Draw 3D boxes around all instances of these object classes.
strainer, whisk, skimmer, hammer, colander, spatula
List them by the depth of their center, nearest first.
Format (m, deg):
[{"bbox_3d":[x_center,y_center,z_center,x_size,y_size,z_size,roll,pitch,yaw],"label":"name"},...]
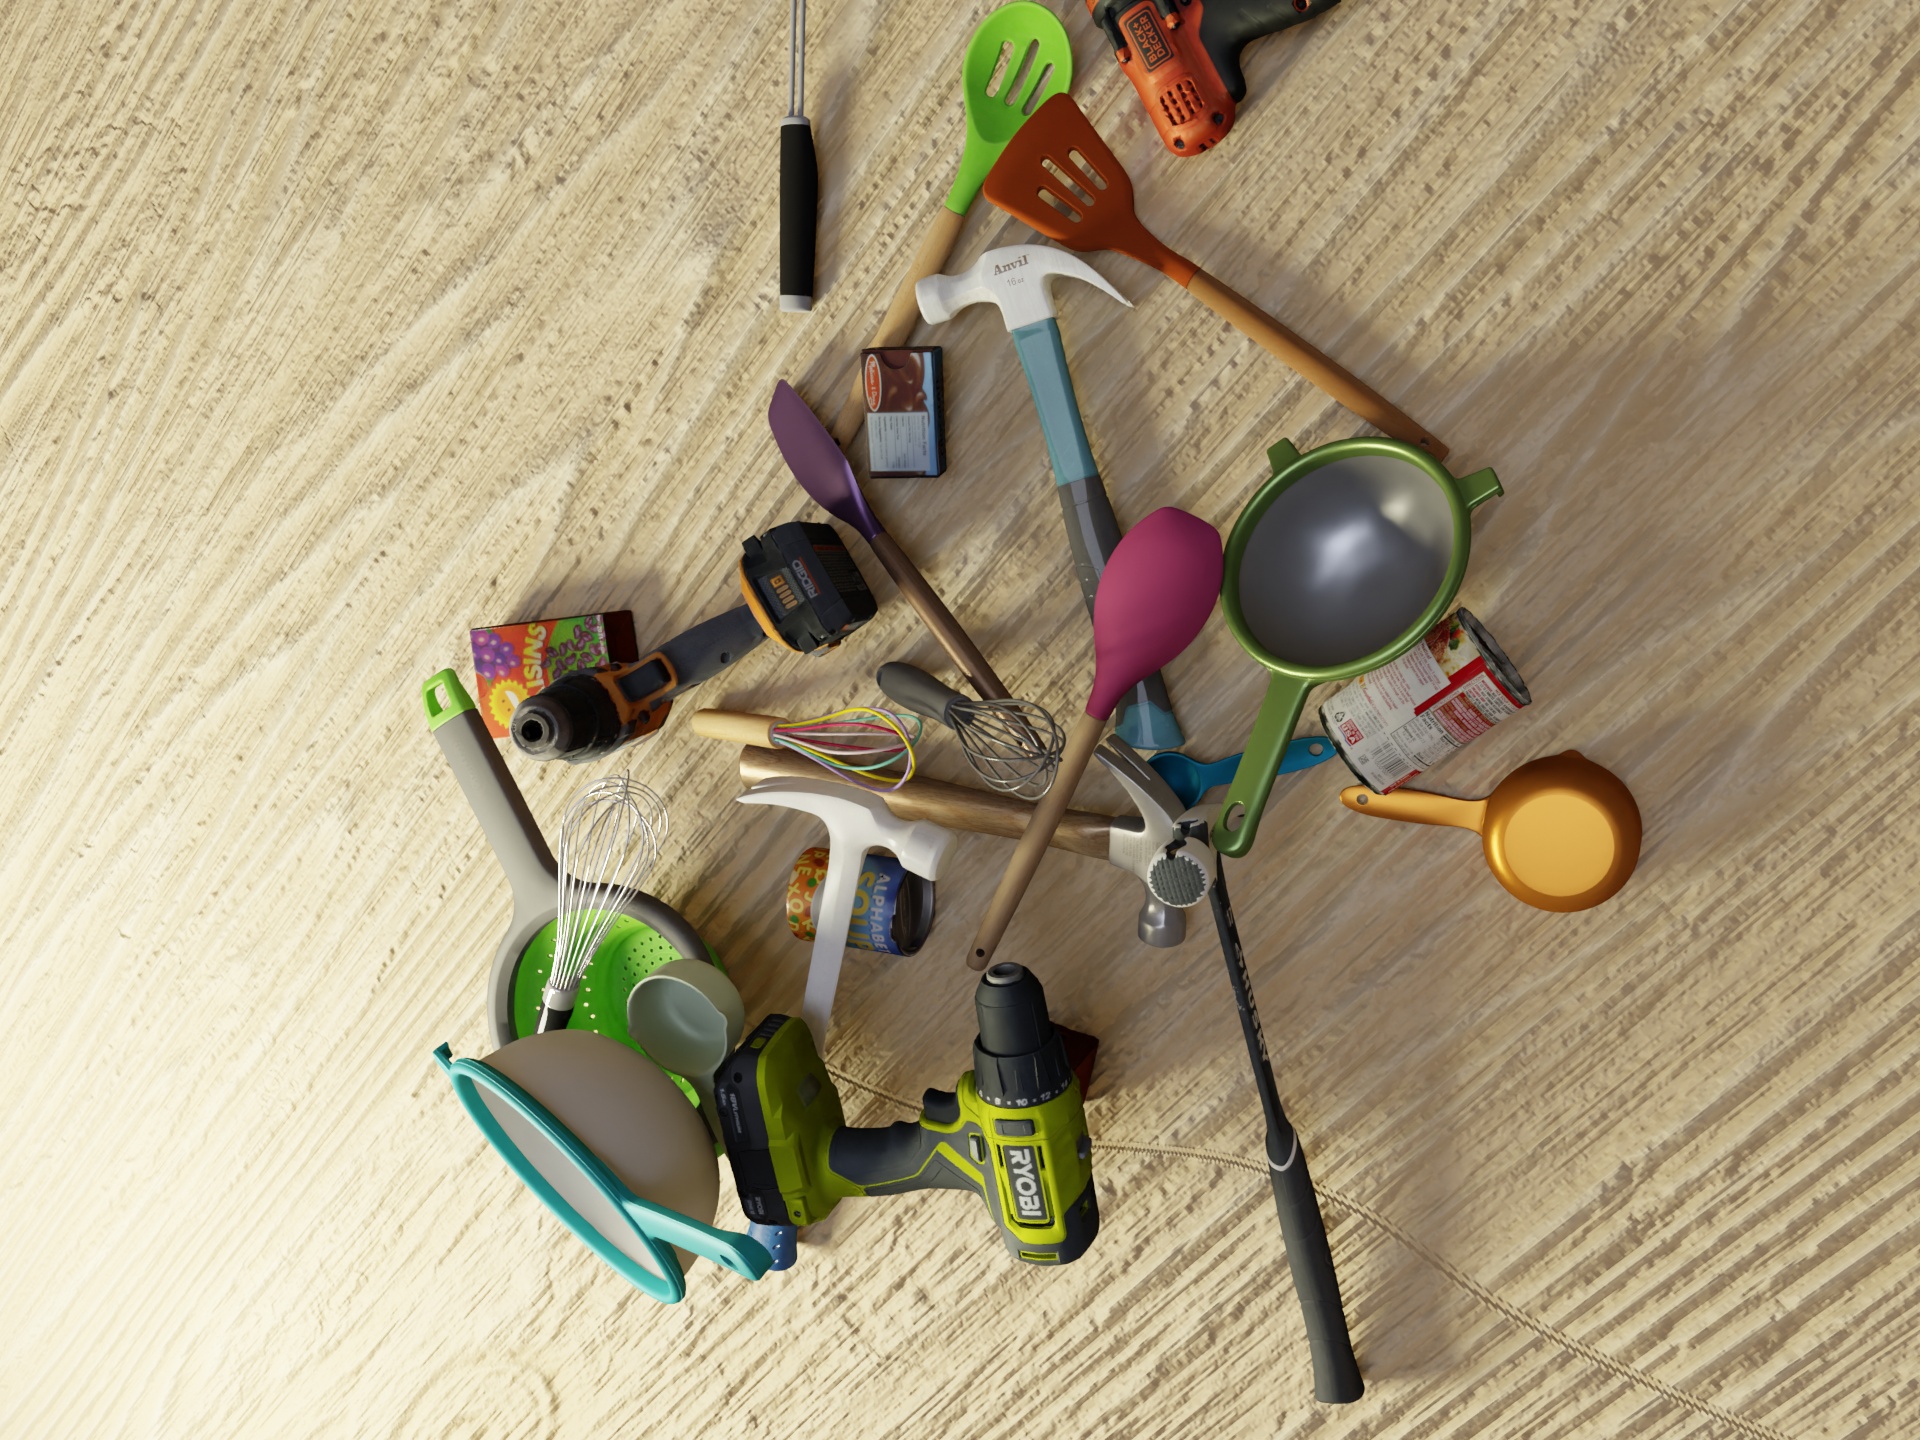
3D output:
[{"bbox_3d":[0.212,-0.035,0.919,0.152,0.069,0.256,18,84,42],"label":"strainer"},{"bbox_3d":[0.159,-0.254,0.954,0.323,0.041,0.081,39,91,11],"label":"spatula"},{"bbox_3d":[0.194,0.243,0.985,0.036,0.149,0.409,-10,103,24],"label":"hammer"},{"bbox_3d":[-0.189,0.270,0.990,0.340,0.095,0.210,-4,124,52],"label":"strainer"},{"bbox_3d":[-0.001,-0.002,0.990,0.239,0.055,0.055,29,114,61],"label":"whisk"},{"bbox_3d":[0.077,-0.138,1.006,0.128,0.033,0.331,-15,94,17],"label":"hammer"},{"bbox_3d":[-0.131,-0.450,1.019,0.127,0.090,0.363,17,110,53],"label":"skimmer"},{"bbox_3d":[-0.040,-0.098,1.041,0.316,0.018,0.059,53,144,19],"label":"spatula"},{"bbox_3d":[-0.108,0.006,1.057,0.245,0.047,0.051,7,62,49],"label":"whisk"},{"bbox_3d":[-0.004,0.055,1.062,0.331,0.031,0.130,11,115,24],"label":"hammer"},{"bbox_3d":[-0.263,0.159,1.079,0.070,0.070,0.284,28,112,16],"label":"whisk"},{"bbox_3d":[-0.107,0.218,1.086,0.144,0.035,0.405,23,120,18],"label":"hammer"},{"bbox_3d":[-0.271,0.138,1.160,0.204,0.094,0.397,-29,87,23],"label":"colander"}]

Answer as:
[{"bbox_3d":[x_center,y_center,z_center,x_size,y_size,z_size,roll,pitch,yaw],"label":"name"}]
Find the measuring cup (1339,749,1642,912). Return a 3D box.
[{"bbox_3d":[0.308,0.061,0.933,0.174,0.052,0.095,8,101,19],"label":"measuring cup"}]

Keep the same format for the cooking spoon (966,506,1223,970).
[{"bbox_3d":[0.072,0.019,0.972,0.069,0.017,0.318,27,107,7],"label":"cooking spoon"}]

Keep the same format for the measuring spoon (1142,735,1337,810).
[{"bbox_3d":[0.176,0.027,1.007,0.128,0.021,0.042,-14,107,15],"label":"measuring spoon"}]

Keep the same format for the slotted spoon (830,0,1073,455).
[{"bbox_3d":[-0.017,-0.307,1.028,0.070,0.031,0.313,31,111,5],"label":"slotted spoon"}]

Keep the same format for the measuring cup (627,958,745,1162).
[{"bbox_3d":[-0.163,0.234,1.065,0.083,0.038,0.167,-14,107,28],"label":"measuring cup"}]

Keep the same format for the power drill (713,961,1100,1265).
[{"bbox_3d":[-0.032,0.243,0.999,0.228,0.080,0.190,-4,108,21],"label":"power drill"}]

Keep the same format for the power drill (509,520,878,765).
[{"bbox_3d":[-0.178,-0.042,1.032,0.226,0.185,0.084,-29,91,10],"label":"power drill"}]
